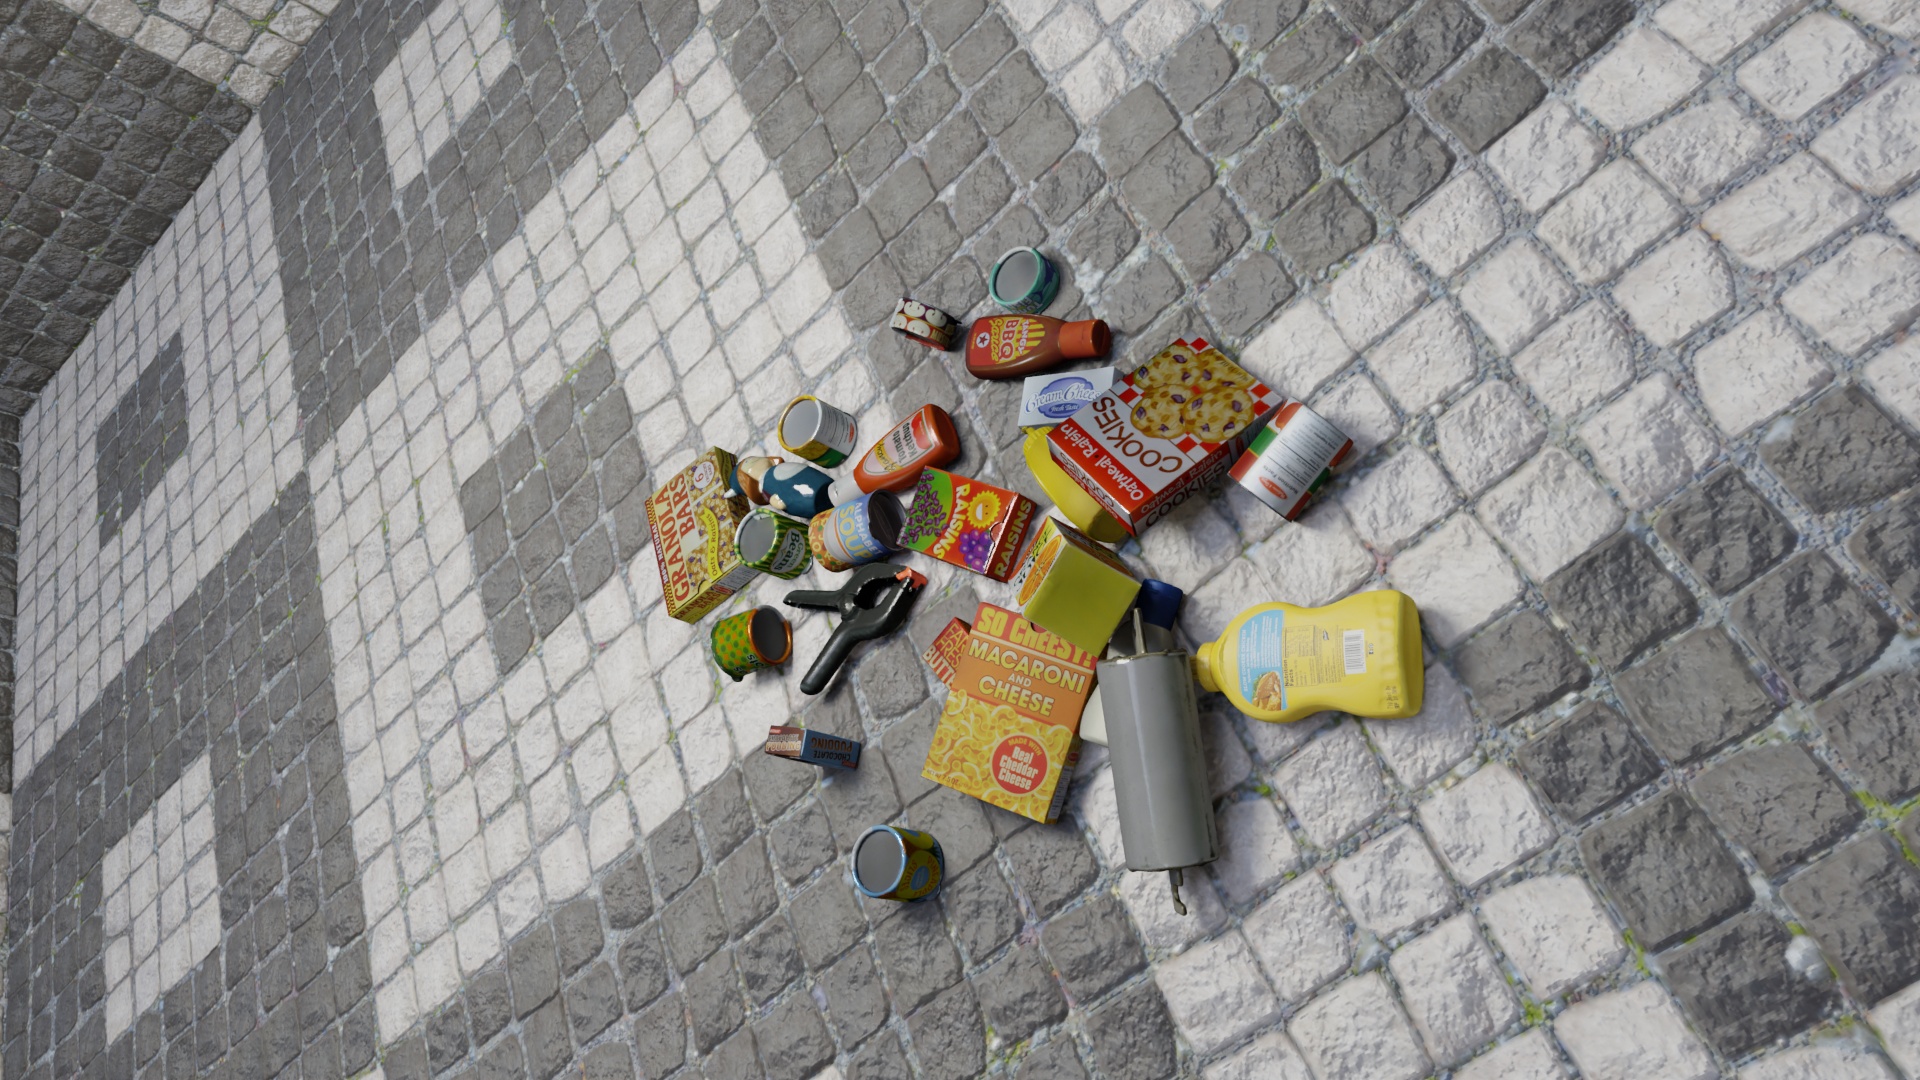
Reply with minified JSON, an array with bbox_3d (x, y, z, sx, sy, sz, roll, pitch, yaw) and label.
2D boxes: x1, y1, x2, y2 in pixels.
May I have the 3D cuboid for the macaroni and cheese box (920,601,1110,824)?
[{"bbox_3d":[0.051,0.151,1.231,0.124,0.040,0.166,17,85,22],"label":"macaroni and cheese box"}]

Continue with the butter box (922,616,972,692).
[{"bbox_3d":[0.010,0.124,1.305,0.053,0.024,0.104,-50,51,12],"label":"butter box"}]

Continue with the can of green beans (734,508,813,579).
[{"bbox_3d":[-0.200,0.004,1.493,0.071,0.058,0.071,-14,66,34],"label":"can of green beans"}]

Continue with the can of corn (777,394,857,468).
[{"bbox_3d":[-0.157,-0.117,1.503,0.071,0.058,0.071,-14,66,34],"label":"can of corn"}]

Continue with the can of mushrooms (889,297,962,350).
[{"bbox_3d":[-0.036,-0.224,1.442,0.071,0.071,0.033,20,88,41],"label":"can of mushrooms"}]

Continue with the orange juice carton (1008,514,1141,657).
[{"bbox_3d":[0.093,0.033,1.202,0.071,0.073,0.193,-60,7,7],"label":"orange juice carton"}]

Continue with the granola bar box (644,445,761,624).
[{"bbox_3d":[-0.295,-0.007,1.584,0.124,0.039,0.166,-35,55,24],"label":"granola bar box"}]

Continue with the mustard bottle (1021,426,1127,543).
[{"bbox_3d":[0.098,-0.063,1.278,0.048,0.065,0.161,-51,49,16],"label":"mustard bottle"}]

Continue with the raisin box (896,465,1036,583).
[{"bbox_3d":[0.005,-0.017,1.351,0.123,0.040,0.086,19,85,40],"label":"raisin box"}]

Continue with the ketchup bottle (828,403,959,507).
[{"bbox_3d":[-0.071,-0.078,1.430,0.148,0.043,0.065,-32,57,26],"label":"ketchup bottle"}]

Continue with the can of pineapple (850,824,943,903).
[{"bbox_3d":[-0.057,0.297,1.273,0.071,0.058,0.071,-14,66,34],"label":"can of pineapple"}]

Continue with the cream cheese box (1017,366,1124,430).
[{"bbox_3d":[0.106,-0.133,1.324,0.103,0.024,0.053,-3,71,37],"label":"cream cheese box"}]

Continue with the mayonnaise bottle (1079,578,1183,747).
[{"bbox_3d":[0.152,0.108,1.189,0.065,0.041,0.148,14,82,35],"label":"mayonnaise bottle"}]

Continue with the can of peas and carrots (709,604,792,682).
[{"bbox_3d":[-0.220,0.108,1.466,0.058,0.071,0.071,-20,63,31],"label":"can of peas and carrots"}]

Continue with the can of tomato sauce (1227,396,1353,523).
[{"bbox_3d":[0.271,-0.067,1.143,0.083,0.071,0.071,-53,50,10],"label":"can of tomato sauce"}]

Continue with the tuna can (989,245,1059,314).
[{"bbox_3d":[0.063,-0.258,1.397,0.071,0.033,0.071,-15,65,34],"label":"tuna can"}]

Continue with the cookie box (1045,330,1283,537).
[{"bbox_3d":[0.176,-0.094,1.202,0.168,0.040,0.123,-36,51,-8],"label":"cookie box"}]

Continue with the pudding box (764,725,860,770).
[{"bbox_3d":[-0.144,0.203,1.358,0.049,0.083,0.030,0,74,39],"label":"pudding box"}]

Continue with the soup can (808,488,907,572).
[{"bbox_3d":[-0.105,-0.008,1.413,0.083,0.071,0.071,-20,62,32],"label":"soup can"}]

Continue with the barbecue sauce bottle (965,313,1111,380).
[{"bbox_3d":[0.076,-0.192,1.356,0.148,0.043,0.065,1,74,38],"label":"barbecue sauce bottle"}]
